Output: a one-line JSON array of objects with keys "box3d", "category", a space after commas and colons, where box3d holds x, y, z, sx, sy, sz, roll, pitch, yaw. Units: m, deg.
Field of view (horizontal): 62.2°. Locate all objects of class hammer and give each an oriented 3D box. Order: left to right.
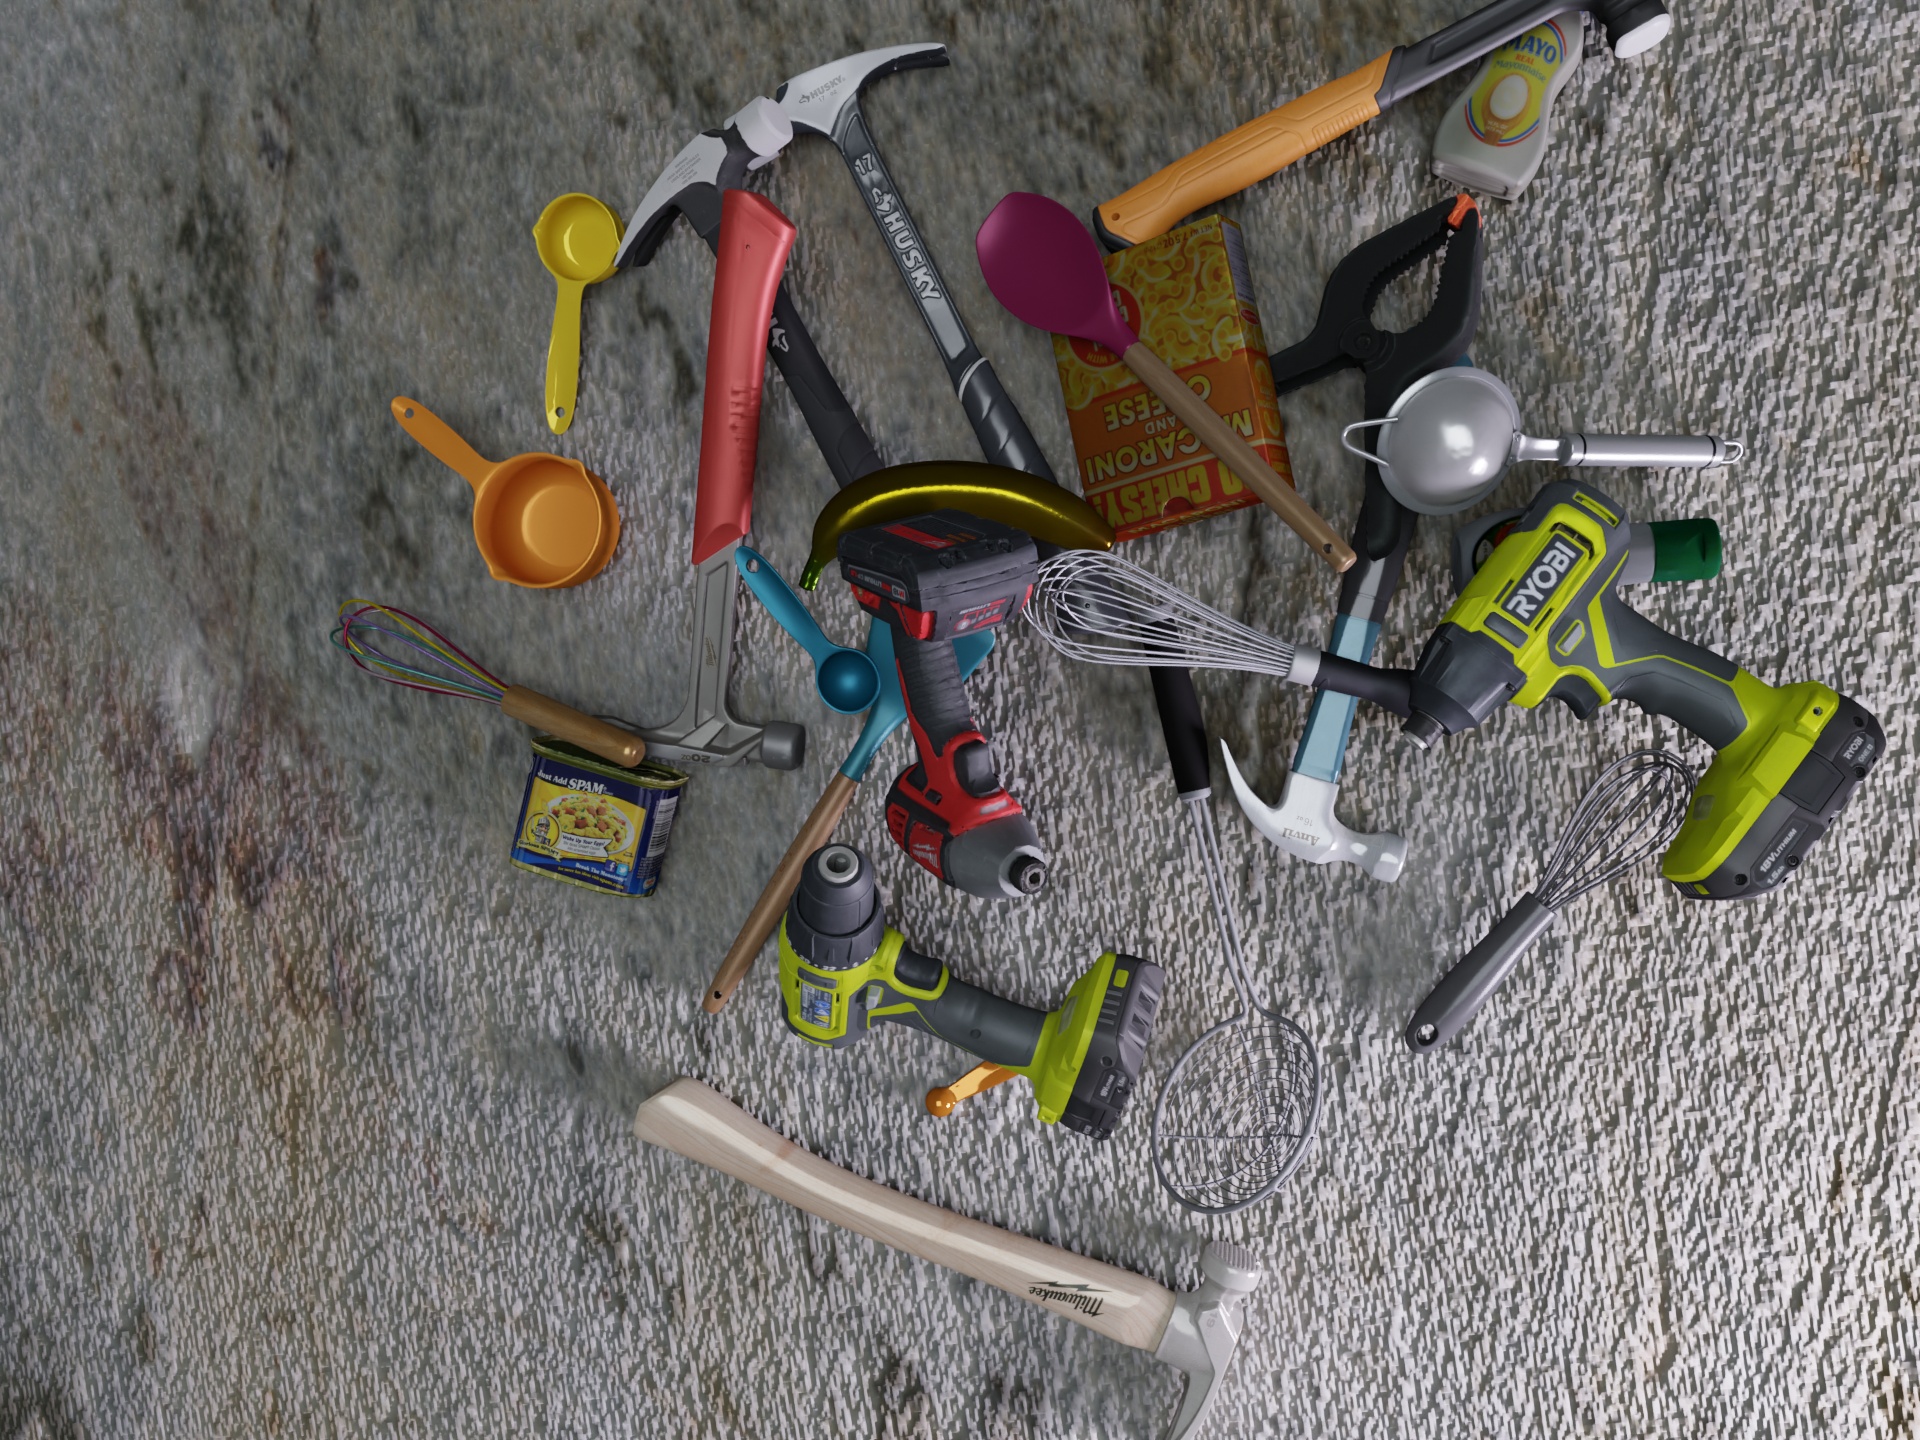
[{"box3d": [-0.157, -0.147, 1.001, 0.149, 0.037, 0.359, 9, 106, 7], "category": "hammer"}, {"box3d": [-0.097, -0.208, 1.014, 0.146, 0.035, 0.335, -27, 93, 30], "category": "hammer"}, {"box3d": [-0.024, 0.340, 1.032, 0.410, 0.038, 0.146, 20, 96, 8], "category": "hammer"}, {"box3d": [0.004, -0.237, 1.011, 0.149, 0.036, 0.409, -27, 88, 8], "category": "hammer"}, {"box3d": [0.231, -0.378, 0.949, 0.337, 0.034, 0.127, -25, 77, 17], "category": "hammer"}, {"box3d": [0.250, -0.075, 0.979, 0.128, 0.033, 0.331, 16, 94, 7], "category": "hammer"}]

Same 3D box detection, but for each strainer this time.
[{"box3d": [0.346, -0.158, 0.919, 0.258, 0.050, 0.086, -2, 115, -16], "category": "strainer"}]

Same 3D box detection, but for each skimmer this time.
[{"box3d": [0.139, 0.109, 0.972, 0.127, 0.090, 0.363, -16, 85, 48], "category": "skimmer"}]

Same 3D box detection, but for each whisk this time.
[{"box3d": [-0.313, -0.024, 1.041, 0.245, 0.051, 0.047, 22, 102, 16], "category": "whisk"}, {"box3d": [0.172, -0.041, 0.948, 0.284, 0.070, 0.070, 16, 94, 1], "category": "whisk"}, {"box3d": [0.354, 0.114, 0.965, 0.055, 0.055, 0.239, 40, 101, 6], "category": "whisk"}]

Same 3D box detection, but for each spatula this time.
[{"box3d": [-0.088, 0.058, 1.029, 0.082, 0.044, 0.317, 31, 97, 2], "category": "spatula"}]

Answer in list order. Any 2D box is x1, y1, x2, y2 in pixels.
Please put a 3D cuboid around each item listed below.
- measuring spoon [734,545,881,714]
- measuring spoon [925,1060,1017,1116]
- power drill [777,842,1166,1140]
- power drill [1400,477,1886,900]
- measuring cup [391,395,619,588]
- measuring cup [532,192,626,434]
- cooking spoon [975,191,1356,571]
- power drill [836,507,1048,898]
[{"box3d": [-0.095, -0.059, 0.992, 0.042, 0.021, 0.128, -40, 89, 19], "category": "measuring spoon"}, {"box3d": [0.027, 0.225, 1.032, 0.117, 0.011, 0.021, -31, 87, 8], "category": "measuring spoon"}, {"box3d": [-0.001, 0.158, 0.952, 0.228, 0.190, 0.080, 18, 55, 6], "category": "power drill"}, {"box3d": [0.373, -0.005, 0.891, 0.223, 0.080, 0.171, 37, 88, 7], "category": "power drill"}, {"box3d": [-0.301, -0.156, 1.052, 0.173, 0.052, 0.095, 39, 97, 8], "category": "measuring cup"}, {"box3d": [-0.256, -0.269, 1.059, 0.062, 0.029, 0.156, 13, 105, 10], "category": "measuring cup"}, {"box3d": [0.117, -0.200, 0.934, 0.068, 0.017, 0.319, -48, 69, 21], "category": "cooking spoon"}, {"box3d": [-0.001, -0.003, 0.925, 0.078, 0.143, 0.219, -17, 113, -24], "category": "power drill"}]
